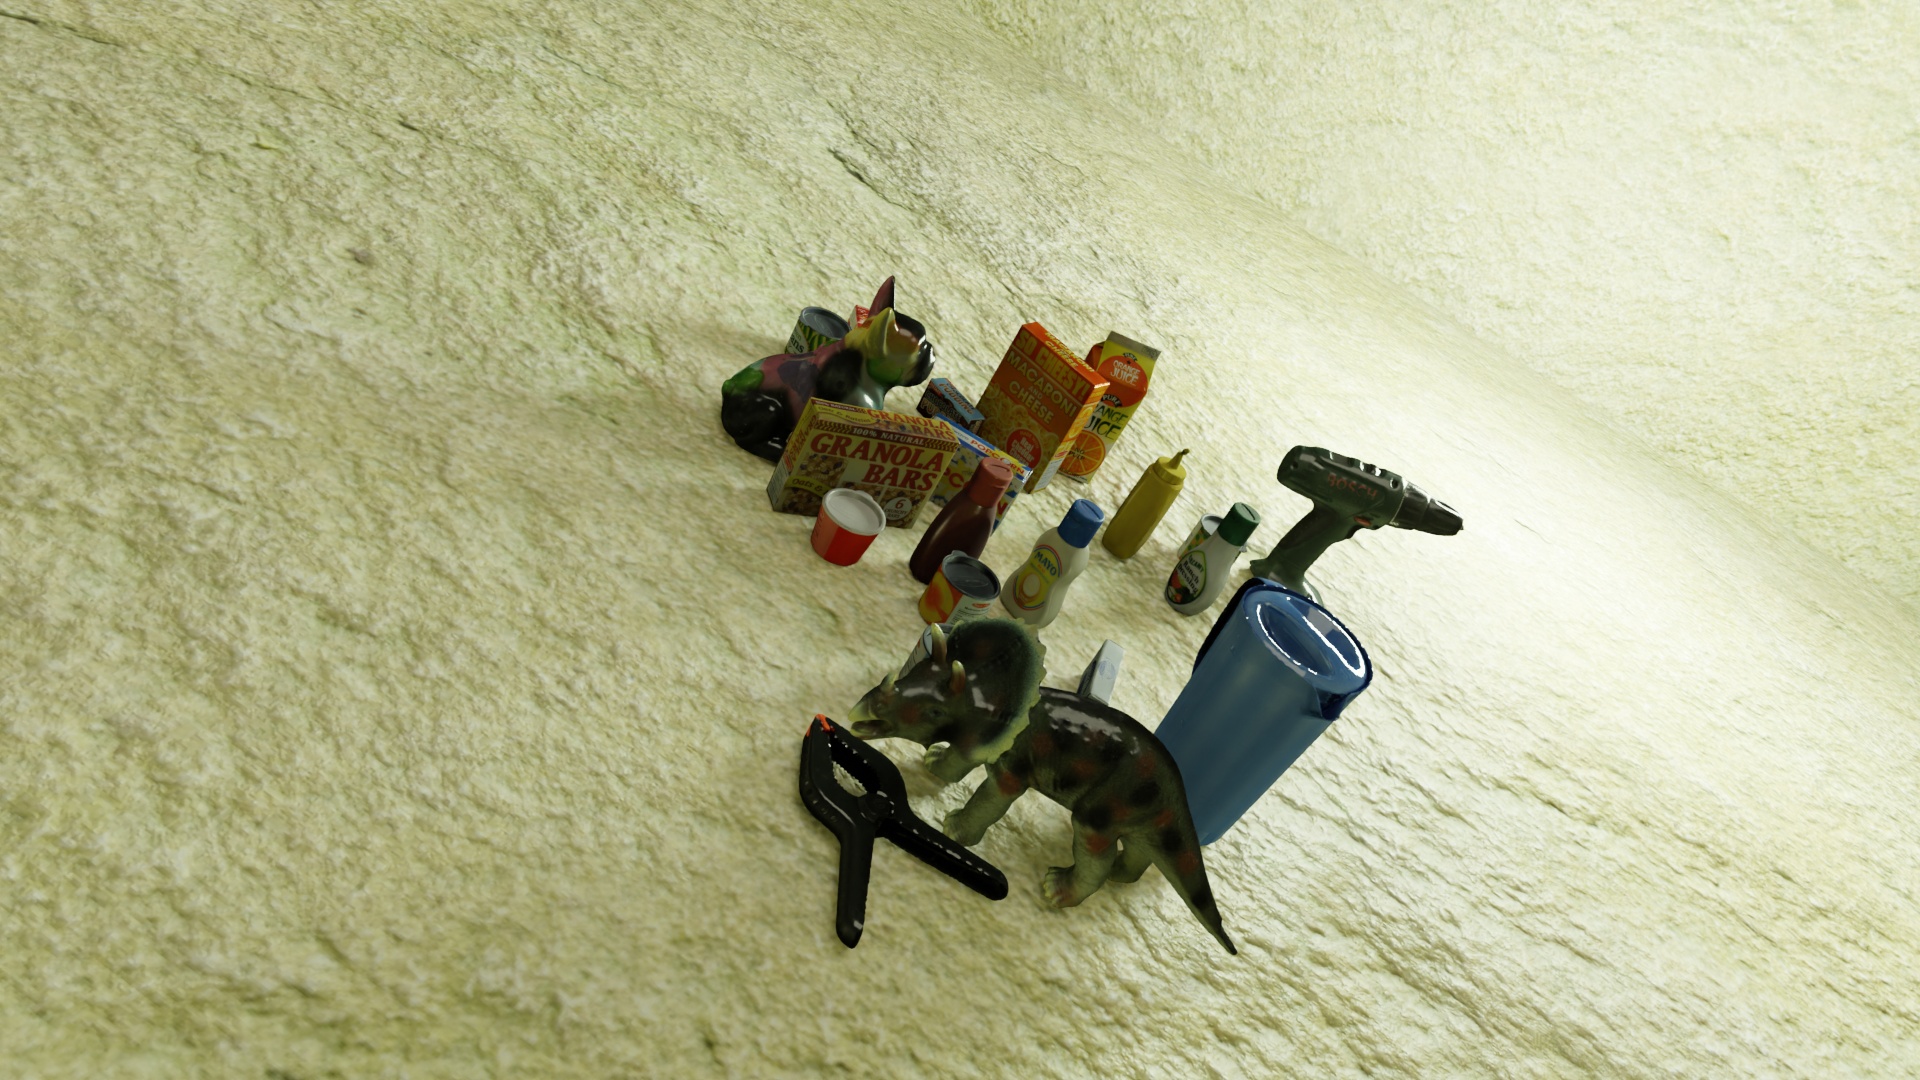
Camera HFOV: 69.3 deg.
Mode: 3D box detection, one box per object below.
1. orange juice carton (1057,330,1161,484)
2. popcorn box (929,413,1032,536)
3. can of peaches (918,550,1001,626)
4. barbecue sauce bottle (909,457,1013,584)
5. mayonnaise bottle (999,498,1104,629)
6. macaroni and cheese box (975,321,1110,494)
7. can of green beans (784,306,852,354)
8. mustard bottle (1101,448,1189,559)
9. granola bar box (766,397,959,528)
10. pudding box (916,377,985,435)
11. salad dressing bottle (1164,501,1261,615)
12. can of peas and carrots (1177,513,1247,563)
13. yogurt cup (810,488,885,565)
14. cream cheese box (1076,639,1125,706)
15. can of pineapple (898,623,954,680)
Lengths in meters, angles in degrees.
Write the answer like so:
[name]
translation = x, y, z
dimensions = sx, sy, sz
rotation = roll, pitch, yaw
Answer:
[orange juice carton]
translation = 0.171, -0.171, 1.724
dimensions = 0.072, 0.191, 0.073
rotation = 22, 33, -14
[popcorn box]
translation = 0.004, -0.074, 1.554
dimensions = 0.127, 0.084, 0.038
rotation = 32, 32, 2
[can of peaches]
translation = -0.002, 0.055, 1.396
dimensions = 0.071, 0.057, 0.071
rotation = 21, 33, -15
[barbecue sauce bottle]
translation = 0.005, -0.018, 1.417
dimensions = 0.065, 0.147, 0.044
rotation = 9, 38, -31
[mayonnaise bottle]
translation = 0.098, 0.022, 1.438
dimensions = 0.041, 0.147, 0.065
rotation = -12, 51, -48
[macaroni and cheese box]
translation = 0.088, -0.159, 1.664
dimensions = 0.124, 0.165, 0.040
rotation = 43, 34, 20
[can of green beans]
translation = -0.171, -0.238, 1.665
dimensions = 0.071, 0.057, 0.071
rotation = 21, 33, -15
[mustard bottle]
translation = 0.224, -0.051, 1.631
dimensions = 0.049, 0.159, 0.065
rotation = 37, 32, 11
[granola bar box]
translation = -0.101, -0.078, 1.436
dimensions = 0.166, 0.123, 0.039
rotation = 7, 39, -32
[pudding box]
translation = -0.012, -0.154, 1.686
dimensions = 0.030, 0.049, 0.084
rotation = -9, 49, -46
[salad dressing bottle]
translation = 0.291, 0.021, 1.599
dimensions = 0.044, 0.147, 0.064
rotation = 7, 39, -34
[can of peas and carrots]
translation = 0.312, 0.011, 1.713
dimensions = 0.071, 0.058, 0.071
rotation = 21, 33, -15
[yogurt cup]
translation = -0.116, -0.011, 1.399
dimensions = 0.072, 0.053, 0.073
rotation = 21, 33, -15
[cream cheese box]
translation = 0.135, 0.147, 1.384
dimensions = 0.024, 0.053, 0.104
rotation = 30, 32, -1
[can of pineapple]
translation = -0.016, 0.121, 1.293
dimensions = 0.071, 0.057, 0.071
rotation = 21, 33, -15
